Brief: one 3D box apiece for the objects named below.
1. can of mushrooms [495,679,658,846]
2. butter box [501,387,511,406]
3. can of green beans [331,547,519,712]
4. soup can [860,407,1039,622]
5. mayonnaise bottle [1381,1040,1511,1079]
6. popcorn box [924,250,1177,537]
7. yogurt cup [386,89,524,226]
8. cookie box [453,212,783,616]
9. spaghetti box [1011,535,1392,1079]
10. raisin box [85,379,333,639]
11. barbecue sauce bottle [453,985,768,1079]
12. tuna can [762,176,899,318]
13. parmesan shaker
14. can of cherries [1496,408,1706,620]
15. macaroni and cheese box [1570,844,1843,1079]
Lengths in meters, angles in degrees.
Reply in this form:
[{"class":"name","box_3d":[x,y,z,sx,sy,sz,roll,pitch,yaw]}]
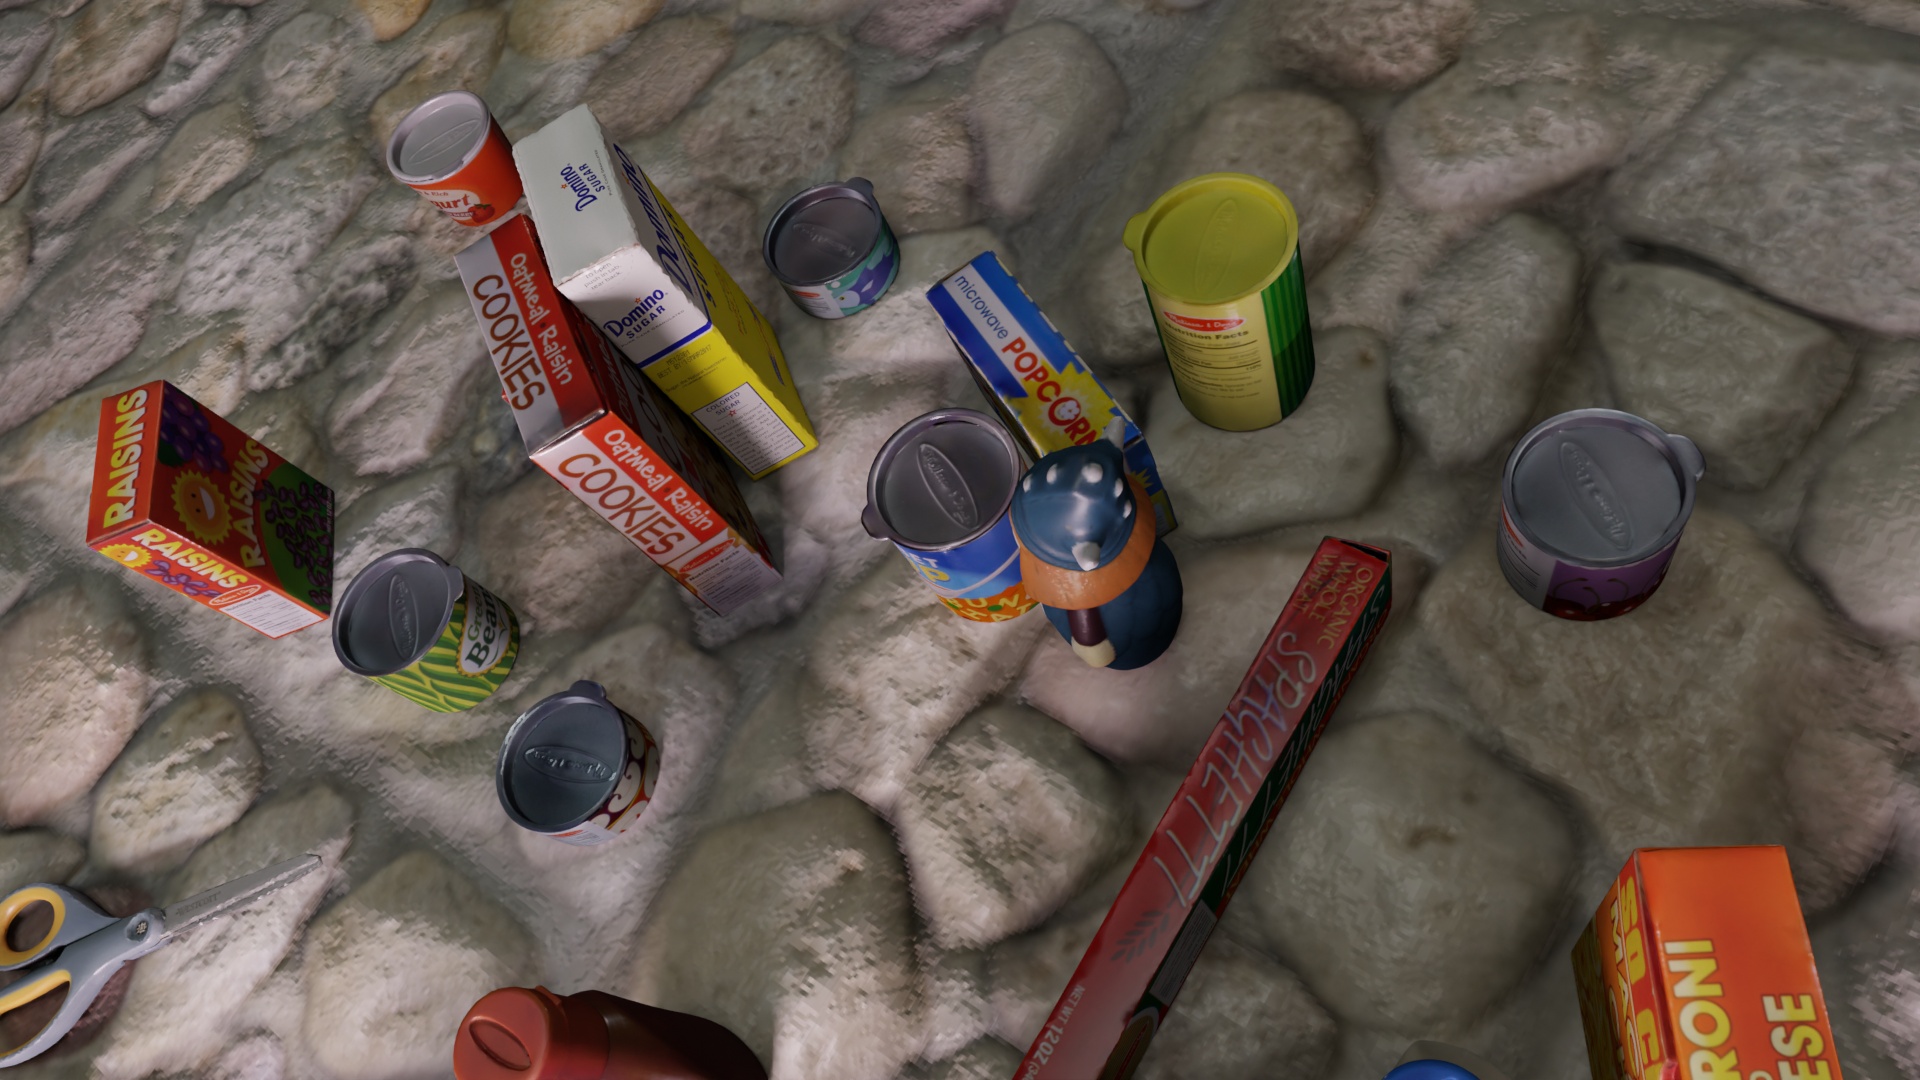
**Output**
[{"class":"can of mushrooms","box_3d":[-0.174,0.102,0.636,0.071,0.033,0.071,-7,63,15]},{"class":"butter box","box_3d":[-0.213,-0.107,0.743,0.024,0.053,0.104,-7,63,16]},{"class":"can of green beans","box_3d":[-0.260,0.045,0.679,0.071,0.057,0.071,-7,63,15]},{"class":"soup can","box_3d":[0.002,-0.008,0.604,0.071,0.083,0.071,-8,63,15]},{"class":"mayonnaise bottle","box_3d":[0.145,0.184,0.424,0.041,0.147,0.065,19,72,26]},{"class":"popcorn box","box_3d":[0.040,-0.059,0.616,0.038,0.085,0.127,-34,59,0]},{"class":"yogurt cup","box_3d":[-0.297,-0.225,0.828,0.072,0.053,0.072,-7,63,15]},{"class":"cookie box","box_3d":[-0.150,-0.052,0.628,0.040,0.167,0.123,-32,59,2]},{"class":"spaghetti box","box_3d":[0.098,0.111,0.533,0.029,0.050,0.250,26,75,27]},{"class":"raisin box","box_3d":[-0.379,-0.013,0.710,0.040,0.123,0.086,-18,61,10]},{"class":"barbecue sauce bottle","box_3d":[-0.126,0.192,0.509,0.065,0.148,0.044,24,75,27]},{"class":"tuna can","box_3d":[-0.066,-0.154,0.729,0.071,0.032,0.071,-7,63,15]},{"class":"parmesan shaker","box_3d":[0.114,-0.101,0.602,0.071,0.102,0.071,-8,63,15]},{"class":"can of cherries","box_3d":[0.247,-0.009,0.538,0.071,0.058,0.072,-7,63,15]},{"class":"macaroni and cheese box","box_3d":[0.212,0.167,0.399,0.040,0.166,0.124,-7,63,15]}]
